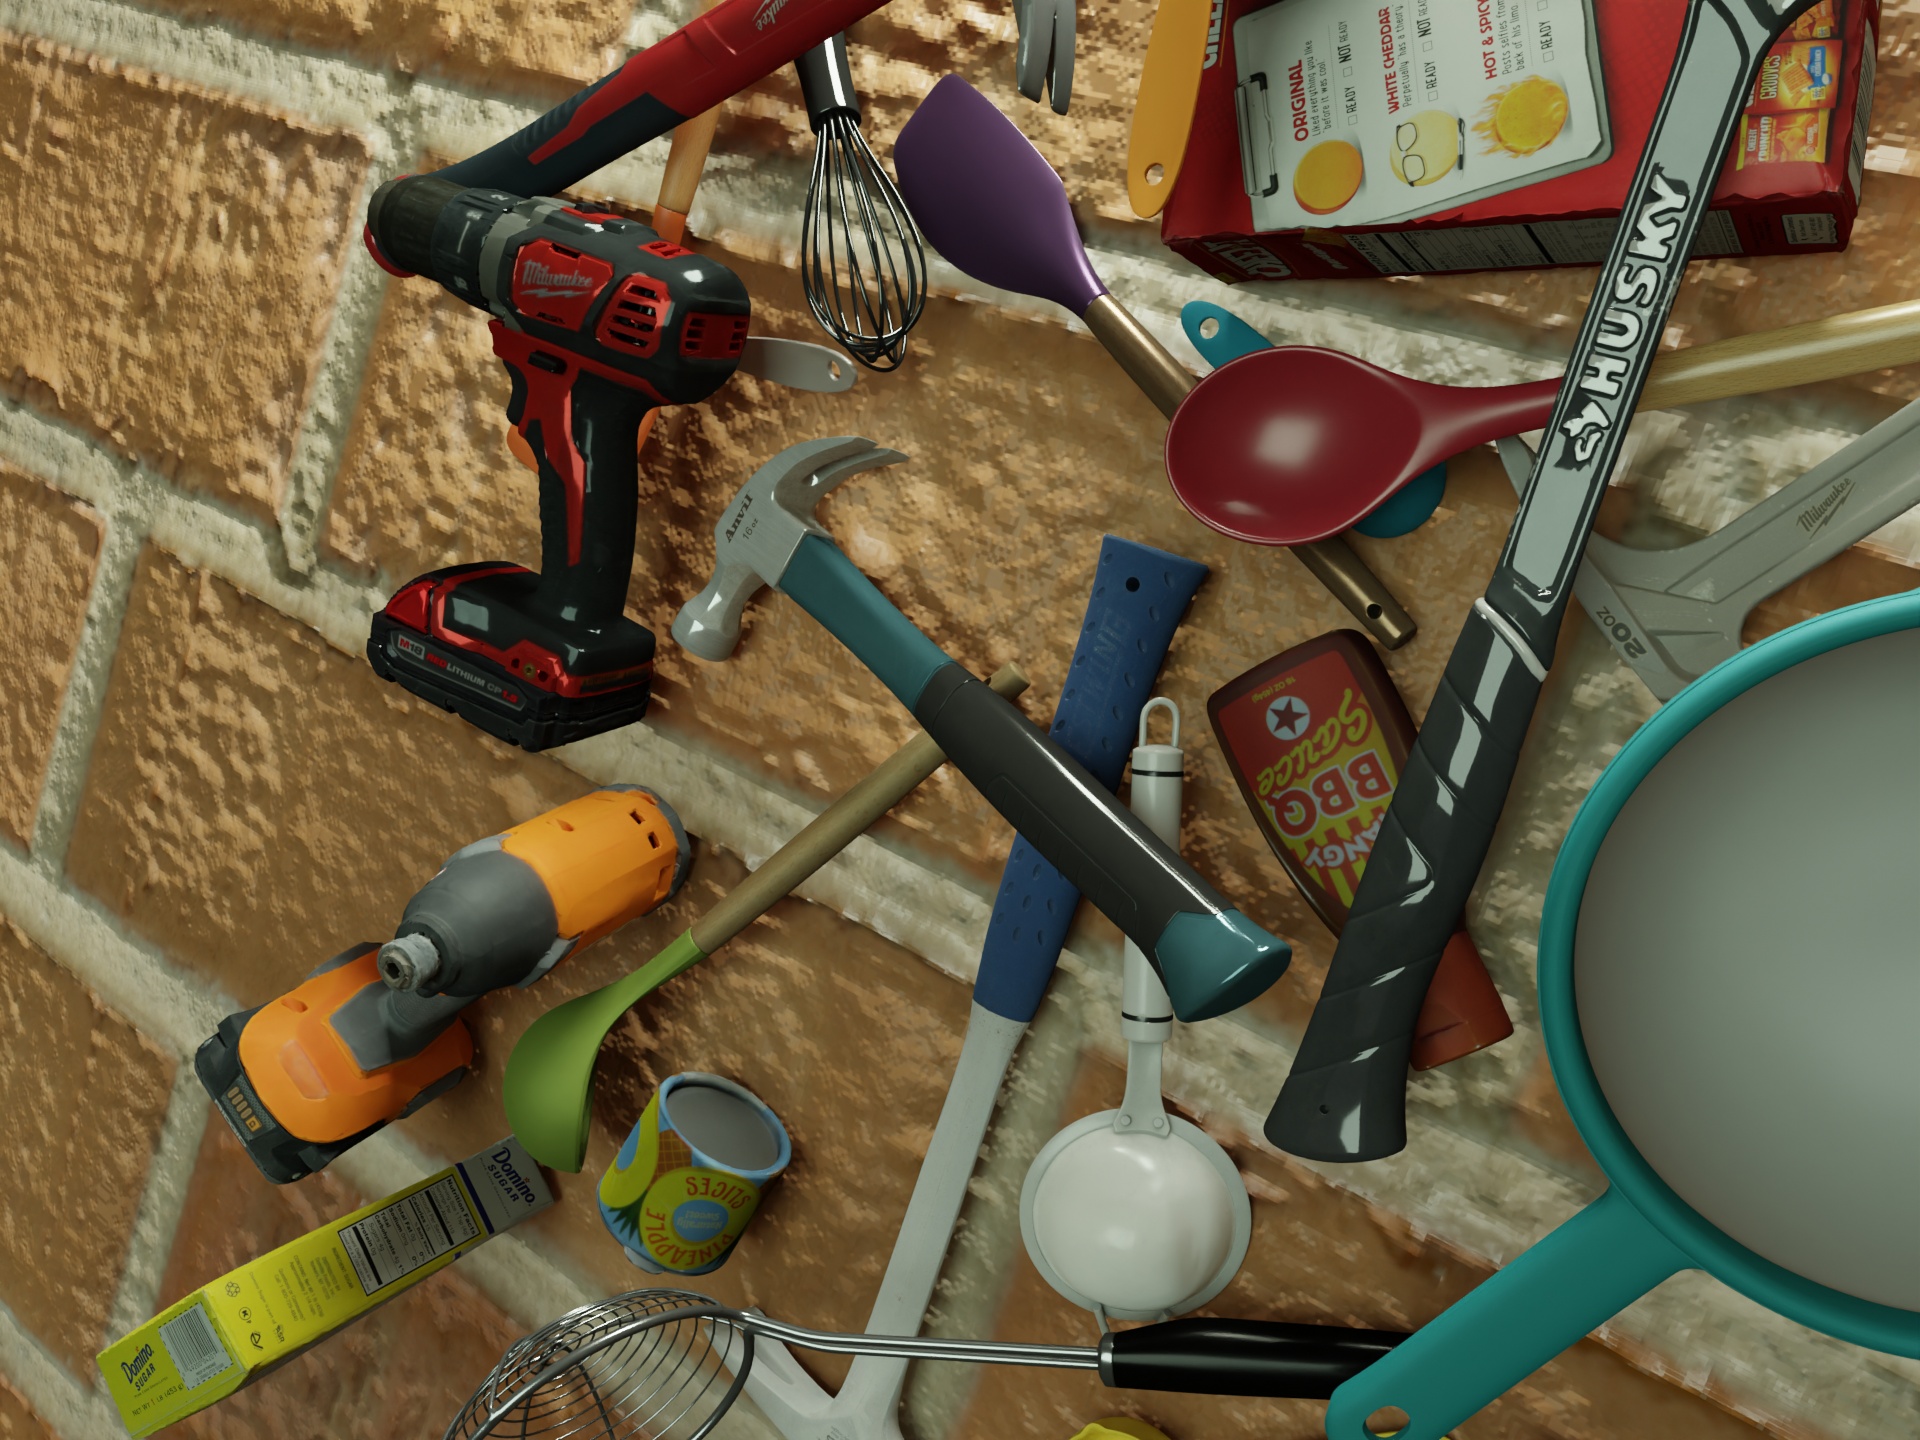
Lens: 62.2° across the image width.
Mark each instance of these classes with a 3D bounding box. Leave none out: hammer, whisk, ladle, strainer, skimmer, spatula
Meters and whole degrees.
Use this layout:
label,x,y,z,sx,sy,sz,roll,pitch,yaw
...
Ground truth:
label,x,y,z,sx,sy,sz,roll,pitch,yaw
hammer,-0.001,-0.002,0.613,0.331,0.033,0.128,44,111,37
whisk,-0.057,-0.259,0.685,0.055,0.055,0.239,-21,73,28
ladle,0.215,-0.106,0.490,0.315,0.031,0.069,-7,88,29
strainer,0.067,0.120,0.585,0.087,0.050,0.258,2,92,6
skimmer,-0.008,0.256,0.568,0.363,0.127,0.090,-3,53,13
ladle,-0.085,0.087,0.692,0.320,0.062,0.078,-40,25,15
hammer,0.340,-0.132,0.451,0.359,0.036,0.149,-38,70,24
spatula,-0.129,-0.256,0.717,0.081,0.041,0.322,32,113,28
hammer,0.008,0.123,0.637,0.144,0.035,0.405,22,99,29
strainer,0.234,0.105,0.467,0.211,0.095,0.340,43,115,6
spatula,0.067,-0.143,0.623,0.059,0.018,0.316,-48,65,24
hammer,0.168,-0.046,0.481,0.149,0.036,0.409,24,107,29
hammer,-0.124,-0.255,0.678,0.386,0.038,0.143,-14,83,34

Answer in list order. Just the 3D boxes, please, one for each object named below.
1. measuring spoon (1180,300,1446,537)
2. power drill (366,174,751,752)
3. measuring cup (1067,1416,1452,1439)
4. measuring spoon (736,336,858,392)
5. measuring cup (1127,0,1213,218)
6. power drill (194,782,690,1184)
label,x,y,z,sx,sy,sz,roll,pitch,yaw
measuring spoon,0.123,-0.117,0.585,0.129,0.021,0.042,47,110,22
power drill,-0.199,-0.120,0.707,0.188,0.080,0.226,24,111,20
measuring cup,0.106,0.278,0.585,0.156,0.029,0.062,-18,79,17
measuring spoon,-0.081,-0.160,0.697,0.124,0.018,0.034,22,130,43
measuring cup,0.088,-0.244,0.515,0.095,0.052,0.173,16,98,32
power drill,-0.241,0.119,0.711,0.226,0.164,0.084,-37,87,27
